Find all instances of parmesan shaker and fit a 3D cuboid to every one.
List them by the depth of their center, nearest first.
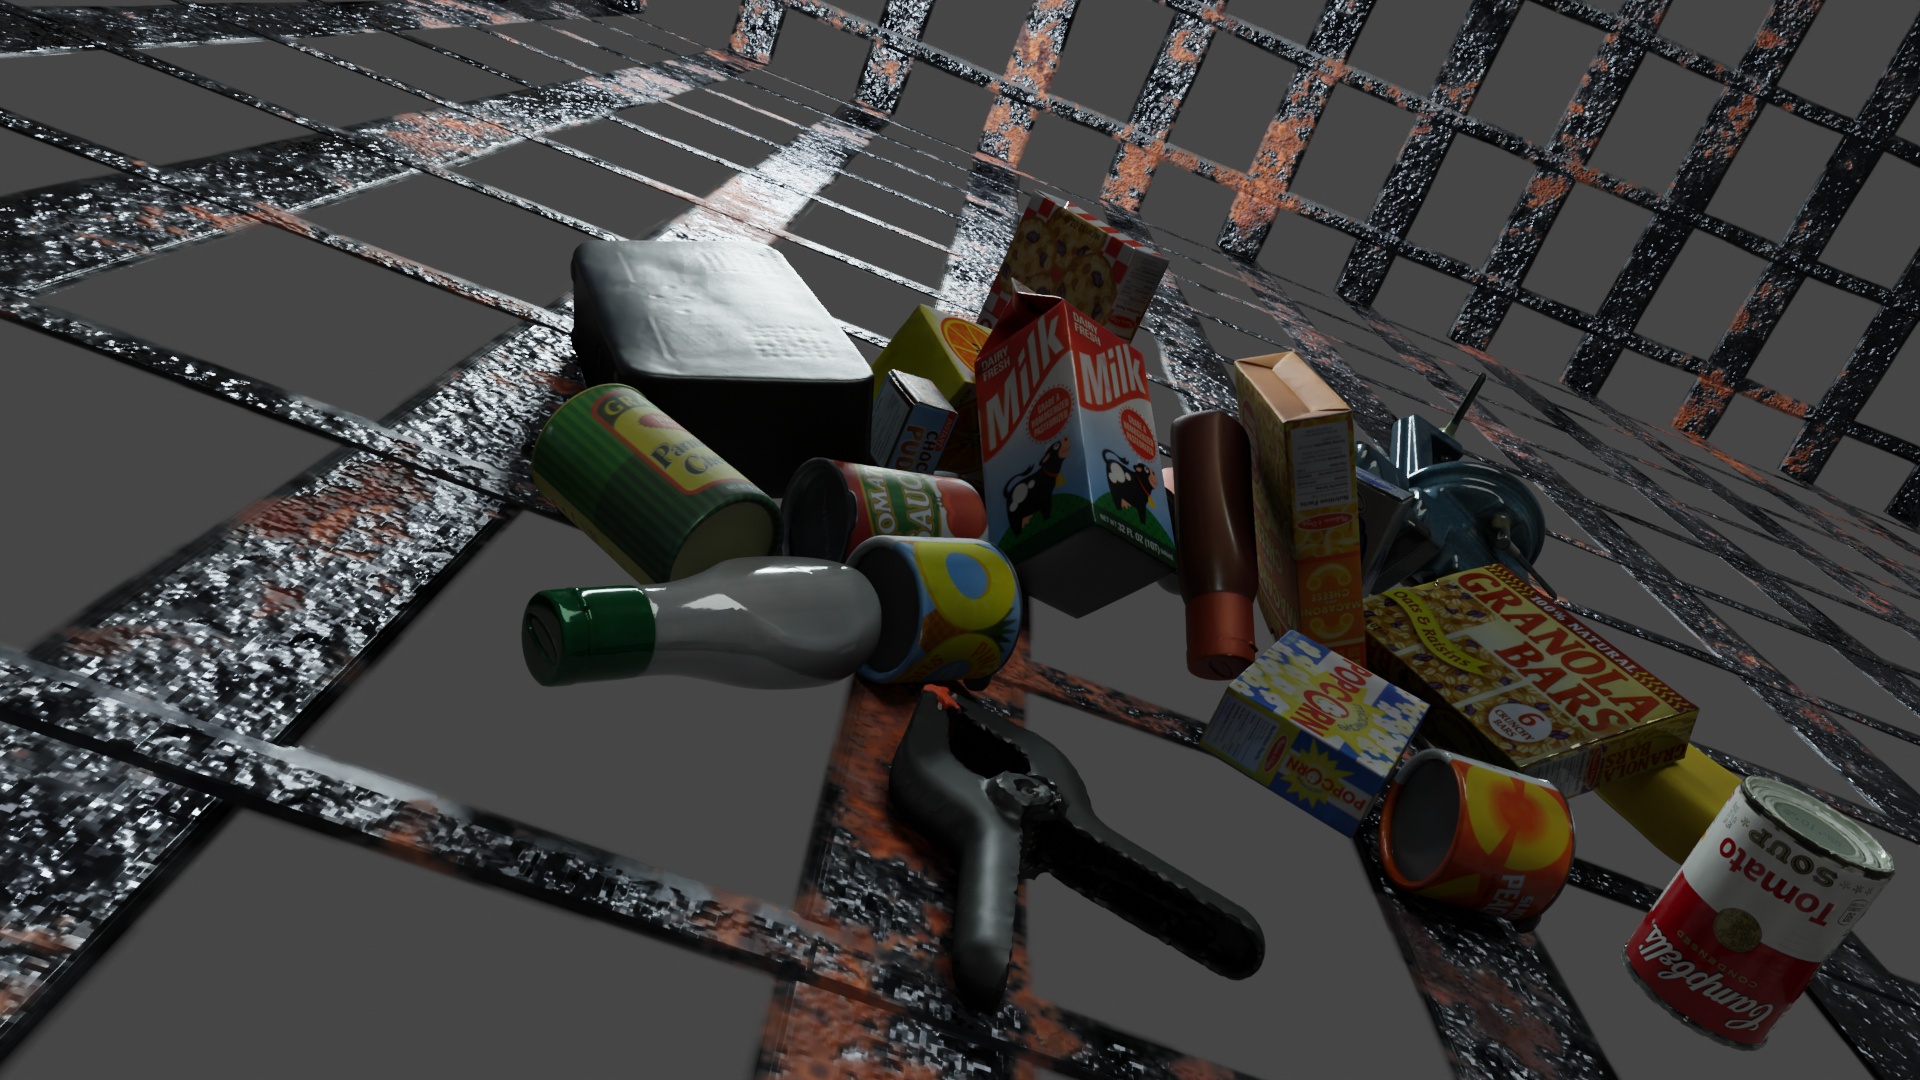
[{"bbox_3d":[-0.134,-0.017,0.624,0.103,0.071,0.071,36,24,31],"label":"parmesan shaker"}]

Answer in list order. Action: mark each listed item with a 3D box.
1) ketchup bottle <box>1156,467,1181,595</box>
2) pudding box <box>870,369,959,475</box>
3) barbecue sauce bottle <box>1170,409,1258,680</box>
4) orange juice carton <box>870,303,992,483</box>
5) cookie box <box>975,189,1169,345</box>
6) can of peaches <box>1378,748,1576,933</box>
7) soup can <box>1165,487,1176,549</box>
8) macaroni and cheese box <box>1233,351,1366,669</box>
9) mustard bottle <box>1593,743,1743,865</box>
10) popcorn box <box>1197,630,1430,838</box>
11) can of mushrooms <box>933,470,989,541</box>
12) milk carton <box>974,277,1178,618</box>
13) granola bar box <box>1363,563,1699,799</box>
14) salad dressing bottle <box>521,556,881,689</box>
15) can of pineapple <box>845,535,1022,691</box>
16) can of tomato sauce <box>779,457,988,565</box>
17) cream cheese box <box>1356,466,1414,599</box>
[{"bbox_3d":[0.149,-0.007,0.911,0.065,0.043,0.149,23,21,4],"label":"ketchup bottle"},{"bbox_3d":[-0.036,-0.046,0.766,0.030,0.083,0.050,14,21,-29],"label":"pudding box"},{"bbox_3d":[0.143,0.003,0.778,0.064,0.043,0.149,45,40,-51],"label":"barbecue sauce bottle"},{"bbox_3d":[0.033,-0.081,0.898,0.193,0.071,0.073,11,39,-46],"label":"orange juice carton"},{"bbox_3d":[0.066,-0.154,1.014,0.040,0.166,0.123,8,25,-41],"label":"cookie box"},{"bbox_3d":[0.231,0.134,0.625,0.058,0.071,0.071,18,21,-12],"label":"can of peaches"},{"bbox_3d":[0.086,-0.018,0.847,0.071,0.071,0.084,13,18,-24],"label":"soup can"},{"bbox_3d":[0.198,-0.014,0.817,0.040,0.165,0.124,-9,22,2],"label":"macaroni and cheese box"},{"bbox_3d":[0.398,0.132,0.817,0.065,0.048,0.161,3,27,-28],"label":"mustard bottle"},{"bbox_3d":[0.183,0.094,0.710,0.085,0.038,0.127,31,22,20],"label":"popcorn box"},{"bbox_3d":[0.003,-0.010,0.787,0.071,0.033,0.071,20,20,-7],"label":"can of mushrooms"},{"bbox_3d":[0.060,-0.062,0.776,0.072,0.073,0.191,28,46,-38],"label":"milk carton"},{"bbox_3d":[0.319,0.080,0.815,0.124,0.038,0.166,-13,33,-17],"label":"granola bar box"},{"bbox_3d":[-0.101,0.035,0.562,0.148,0.043,0.064,-1,38,-43],"label":"salad dressing bottle"},{"bbox_3d":[-0.014,0.033,0.624,0.058,0.070,0.071,2,29,-41],"label":"can of pineapple"},{"bbox_3d":[-0.037,-0.004,0.682,0.083,0.071,0.071,7,26,-37],"label":"can of tomato sauce"},{"bbox_3d":[0.246,0.005,0.897,0.053,0.103,0.024,33,30,30],"label":"cream cheese box"}]
